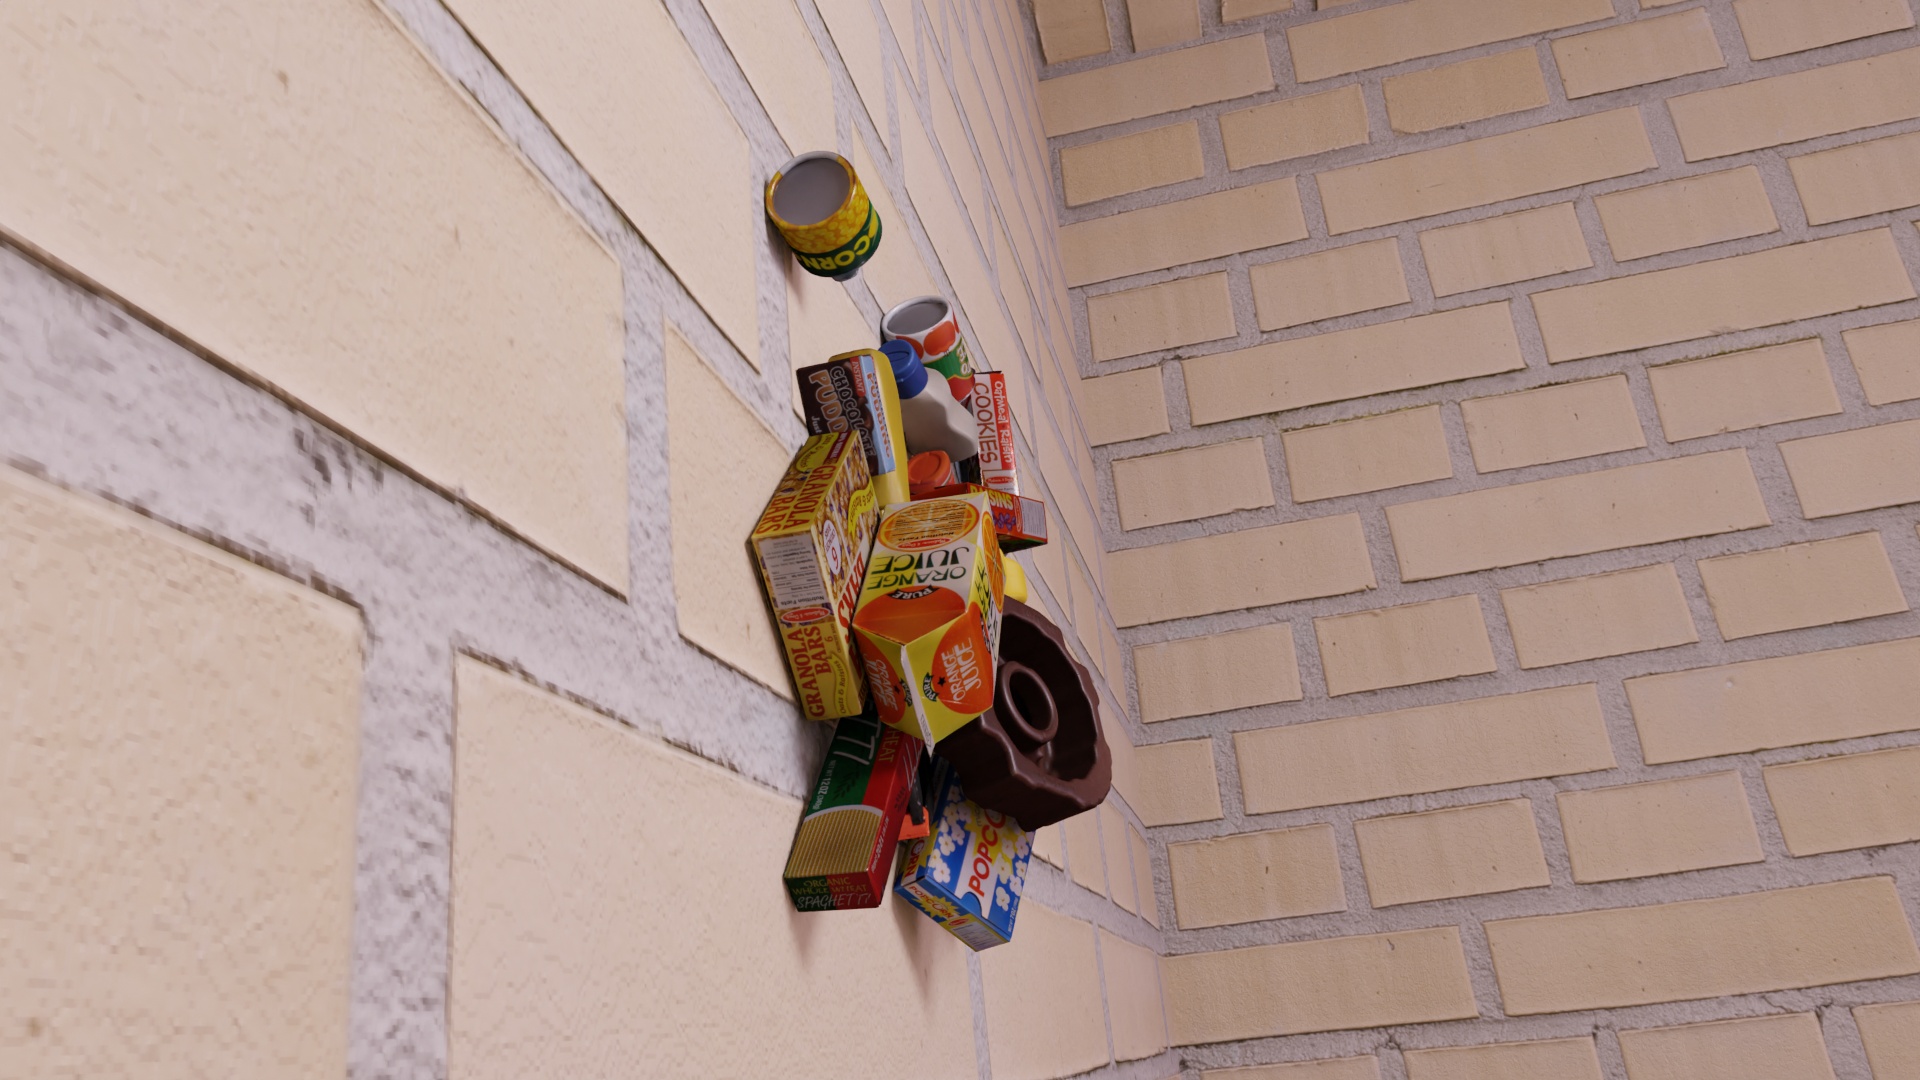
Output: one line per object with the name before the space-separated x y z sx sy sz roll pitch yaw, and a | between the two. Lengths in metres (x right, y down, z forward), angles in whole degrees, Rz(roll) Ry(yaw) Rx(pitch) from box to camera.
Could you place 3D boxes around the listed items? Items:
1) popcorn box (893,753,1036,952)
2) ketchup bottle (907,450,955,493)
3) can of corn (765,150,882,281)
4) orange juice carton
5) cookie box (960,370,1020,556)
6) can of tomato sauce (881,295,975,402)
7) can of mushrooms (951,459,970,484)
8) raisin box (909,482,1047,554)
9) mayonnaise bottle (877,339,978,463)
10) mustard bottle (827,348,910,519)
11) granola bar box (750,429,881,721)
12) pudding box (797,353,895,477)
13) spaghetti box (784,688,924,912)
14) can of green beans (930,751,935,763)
popcorn box | 0.008 0.218 1.000 0.085 0.038 0.127 42 40 -21
ketchup bottle | -0.015 -0.002 1.230 0.065 0.043 0.148 -76 154 -57
can of corn | -0.093 -0.222 0.954 0.058 0.071 0.071 57 25 -64
orange juice carton | -0.018 0.048 0.868 0.194 0.073 0.071 -81 160 -60
cookie box | 0.024 -0.068 1.388 0.122 0.040 0.168 117 -31 -67
can of tomato sauce | -0.027 -0.169 1.248 0.071 0.071 0.082 -88 164 -49
can of mushrooms | -0.014 -0.074 1.327 0.071 0.033 0.071 -12 92 -79
raisin box | 0.004 -0.014 1.127 0.123 0.086 0.040 11 71 -57
mayonnaise bottle | -0.033 -0.118 1.199 0.147 0.065 0.041 56 29 -57
mustard bottle | -0.064 -0.056 1.002 0.065 0.049 0.160 35 46 -76
granola bar box | -0.081 0.017 0.872 0.166 0.039 0.123 -77 155 -65
pudding box | -0.078 -0.083 0.953 0.030 0.049 0.083 -41 120 -76
spaghetti box | -0.051 0.126 0.851 0.251 0.050 0.028 -74 153 -58
can of green beans | 0.003 0.147 1.089 0.071 0.058 0.071 -169 -93 -82
